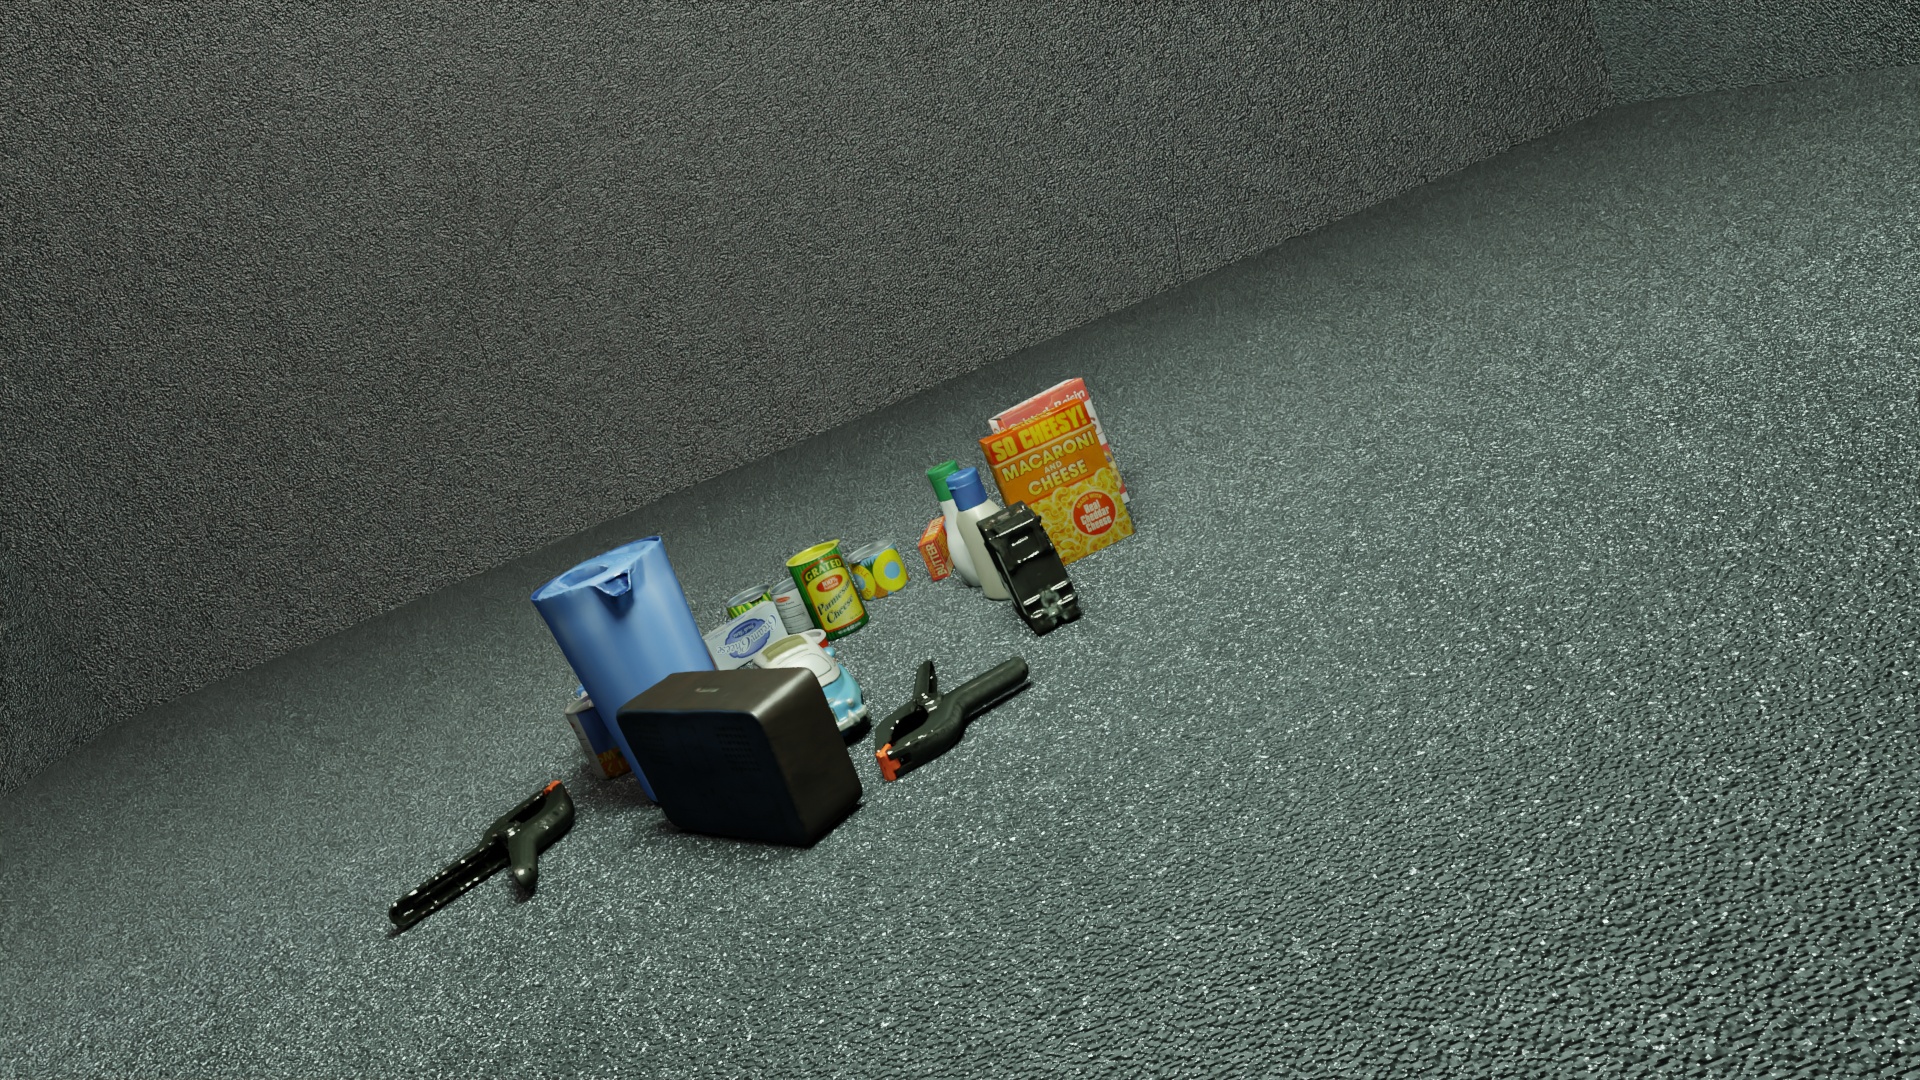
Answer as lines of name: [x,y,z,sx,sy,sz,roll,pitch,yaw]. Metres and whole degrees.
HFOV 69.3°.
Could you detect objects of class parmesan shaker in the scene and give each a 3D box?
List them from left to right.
parmesan shaker: [-0.156,0.060,1.665,0.071,0.103,0.071,-22,13,6]

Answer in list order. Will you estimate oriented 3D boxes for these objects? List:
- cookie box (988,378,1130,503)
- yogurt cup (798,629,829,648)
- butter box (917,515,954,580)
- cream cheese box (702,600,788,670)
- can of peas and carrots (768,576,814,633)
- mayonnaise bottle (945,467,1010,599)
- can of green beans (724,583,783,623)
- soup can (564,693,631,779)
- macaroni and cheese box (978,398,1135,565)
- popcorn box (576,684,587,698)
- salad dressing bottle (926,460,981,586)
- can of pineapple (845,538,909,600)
cookie box: [0.121,-0.097,1.684,0.123,0.167,0.040,-28,14,-22]
yogurt cup: [-0.168,0.135,1.502,0.072,0.054,0.072,-21,14,6]
butter box: [-0.026,0.009,1.756,0.024,0.053,0.104,-20,14,14]
cream cheese box: [-0.267,0.121,1.714,0.104,0.053,0.024,-31,16,-32]
can of peas and carrots: [-0.200,0.077,1.763,0.071,0.058,0.071,-21,13,6]
mayonnaise bottle: [0.028,-0.007,1.531,0.041,0.147,0.064,-32,16,-34]
can of green beans: [-0.263,0.096,1.795,0.071,0.057,0.071,-21,13,6]
soup can: [-0.378,0.206,1.505,0.071,0.083,0.071,-22,13,6]
macaroni and cheese box: [0.109,-0.060,1.567,0.124,0.166,0.040,-25,13,-8]
popcorn box: [-0.357,0.177,1.578,0.127,0.085,0.038,-22,13,2]
salad dressing bottle: [0.006,-0.020,1.618,0.064,0.147,0.044,-31,15,-31]
can of pineapple: [-0.106,0.038,1.766,0.071,0.057,0.071,-21,13,6]
